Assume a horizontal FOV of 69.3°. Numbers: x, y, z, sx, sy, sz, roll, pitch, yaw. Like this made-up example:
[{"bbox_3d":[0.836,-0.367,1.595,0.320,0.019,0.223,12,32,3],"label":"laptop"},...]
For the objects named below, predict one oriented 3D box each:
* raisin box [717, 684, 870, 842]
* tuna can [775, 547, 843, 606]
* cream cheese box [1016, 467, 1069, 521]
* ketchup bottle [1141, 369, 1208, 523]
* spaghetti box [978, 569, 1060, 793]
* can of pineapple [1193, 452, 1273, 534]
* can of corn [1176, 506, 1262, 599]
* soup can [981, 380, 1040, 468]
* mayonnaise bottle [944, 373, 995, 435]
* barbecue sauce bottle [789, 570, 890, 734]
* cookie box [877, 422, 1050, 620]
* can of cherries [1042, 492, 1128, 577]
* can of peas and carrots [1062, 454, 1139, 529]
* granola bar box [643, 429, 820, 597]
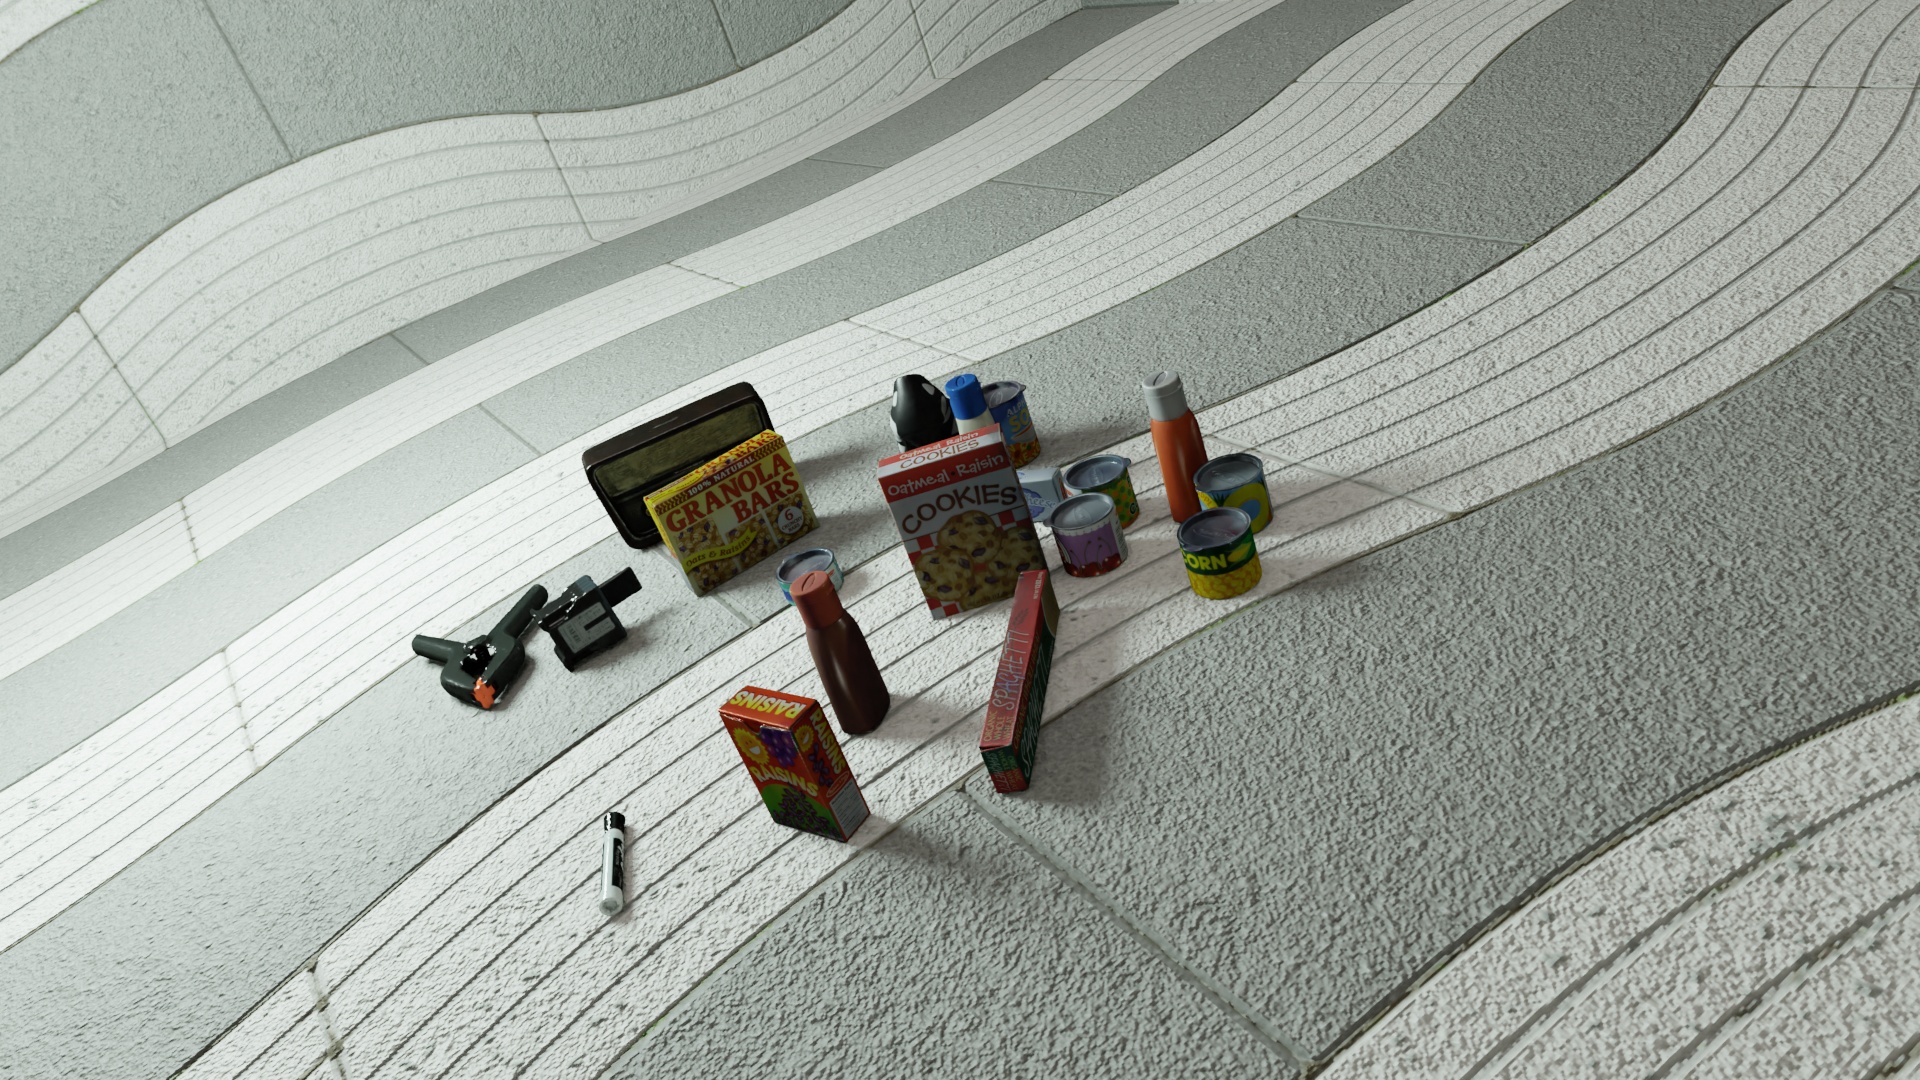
[{"bbox_3d":[-0.134,0.180,1.121,0.086,0.123,0.040,6,38,40],"label":"raisin box"},{"bbox_3d":[-0.161,0.039,1.479,0.071,0.032,0.071,-15,29,9],"label":"tuna can"},{"bbox_3d":[0.061,-0.045,1.462,0.104,0.053,0.024,-4,32,27],"label":"cream cheese box"},{"bbox_3d":[0.212,-0.093,1.349,0.043,0.148,0.065,-2,33,30],"label":"ketchup bottle"},{"bbox_3d":[0.054,0.114,1.192,0.028,0.050,0.251,-11,30,17],"label":"spaghetti box"},{"bbox_3d":[0.259,-0.042,1.326,0.071,0.057,0.071,-15,29,9],"label":"can of pineapple"},{"bbox_3d":[0.232,0.013,1.248,0.071,0.058,0.071,-15,29,9],"label":"can of corn"},{"bbox_3d":[0.052,-0.132,1.586,0.071,0.083,0.072,-15,29,9],"label":"soup can"},{"bbox_3d":[0.022,-0.107,1.495,0.041,0.147,0.065,-16,28,8],"label":"mayonnaise bottle"},{"bbox_3d":[-0.107,0.096,1.222,0.043,0.148,0.065,-9,30,20],"label":"barbecue sauce bottle"},{"bbox_3d":[0.005,-0.017,1.329,0.123,0.166,0.040,-17,28,6],"label":"cookie box"},{"bbox_3d":[0.122,-0.005,1.348,0.071,0.058,0.072,-15,29,9],"label":"can of cherries"},{"bbox_3d":[0.145,-0.047,1.406,0.071,0.058,0.071,-15,29,9],"label":"can of peas and carrots"},{"bbox_3d":[-0.256,-0.032,1.565,0.166,0.123,0.039,-32,30,-21],"label":"granola bar box"}]
